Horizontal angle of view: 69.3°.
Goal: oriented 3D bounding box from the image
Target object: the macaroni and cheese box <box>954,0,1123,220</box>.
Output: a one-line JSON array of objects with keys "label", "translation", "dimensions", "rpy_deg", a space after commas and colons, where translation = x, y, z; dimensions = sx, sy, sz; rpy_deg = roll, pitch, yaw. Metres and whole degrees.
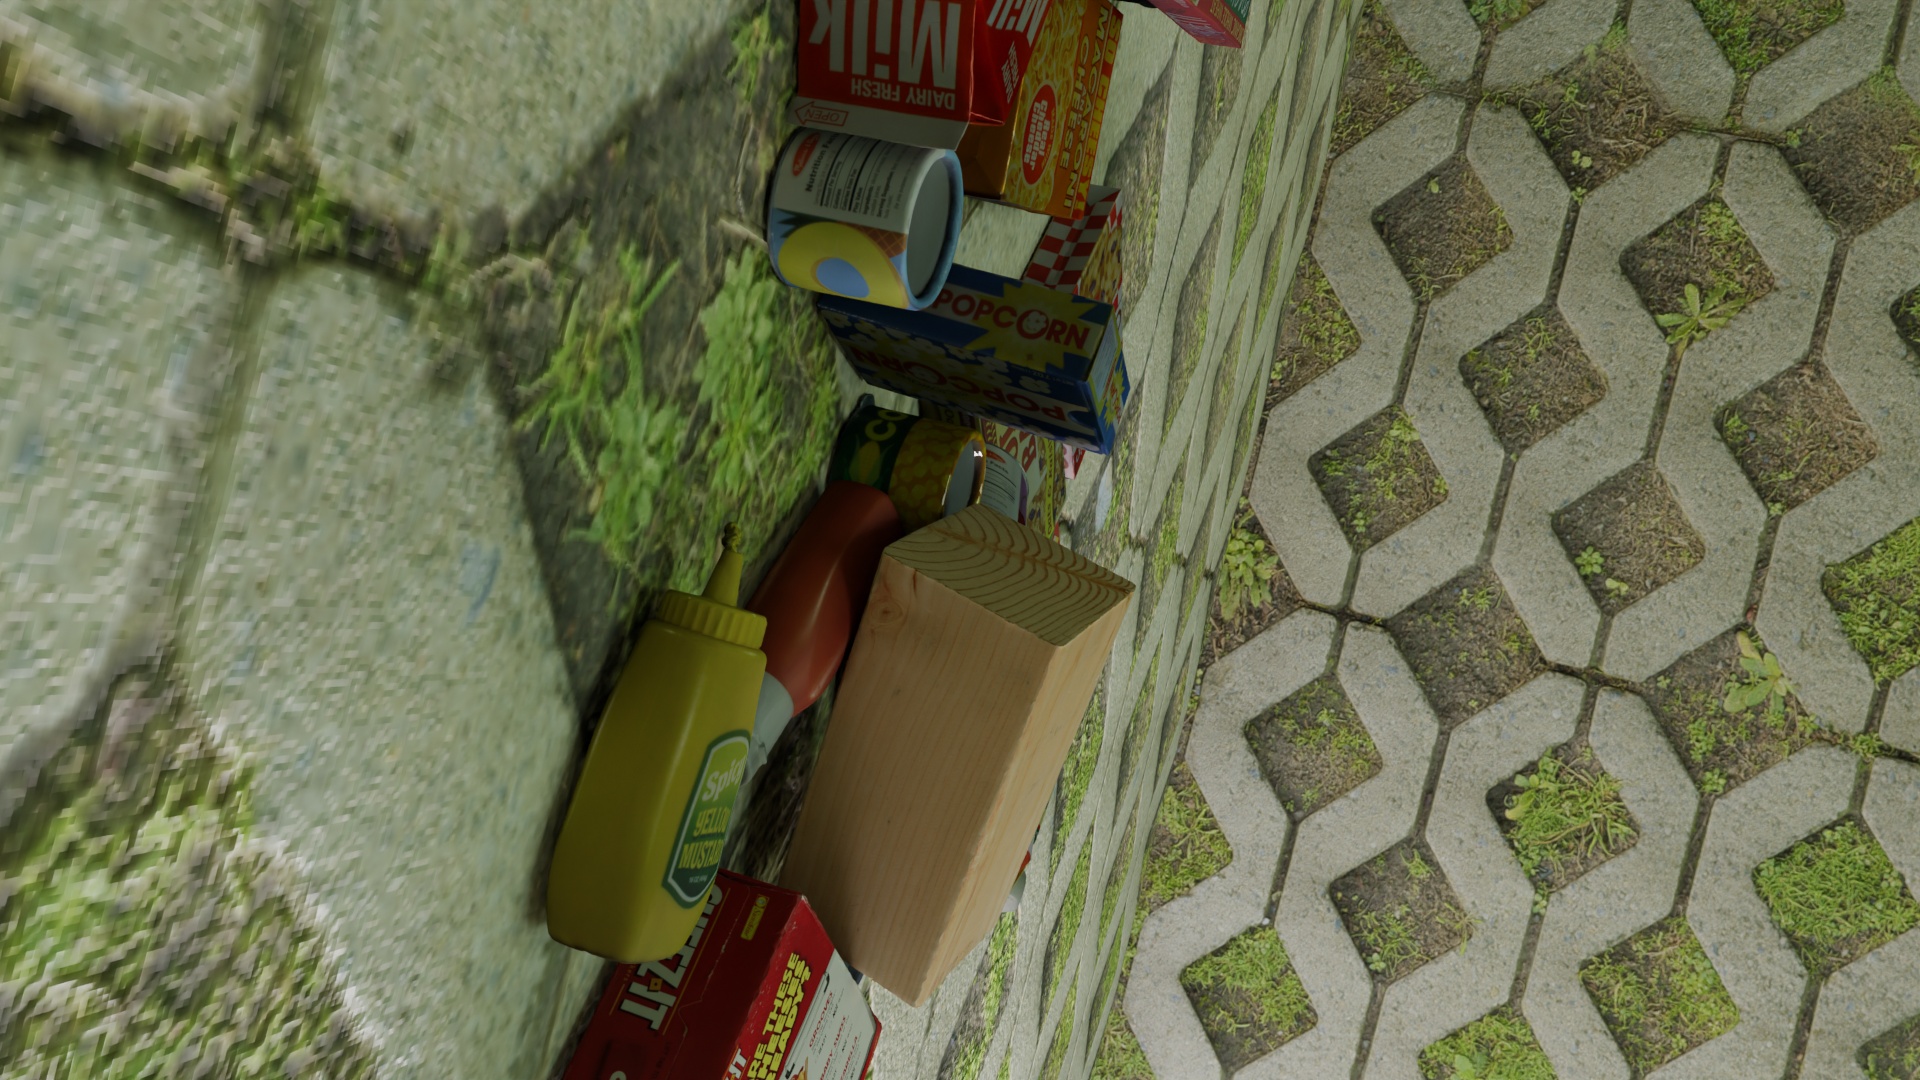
[{"label": "macaroni and cheese box", "translation": [0.040, -0.242, 0.749], "dimensions": [0.167, 0.040, 0.123], "rpy_deg": [-25, 127, -69]}]

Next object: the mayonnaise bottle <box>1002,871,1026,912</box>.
[{"label": "mayonnaise bottle", "translation": [0.007, 0.229, 1.005], "dimensions": [0.147, 0.065, 0.041], "rpy_deg": [69, 35, -58]}]

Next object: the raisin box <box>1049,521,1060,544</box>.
[{"label": "raisin box", "translation": [0.039, 0.023, 0.975], "dimensions": [0.122, 0.040, 0.086], "rpy_deg": [80, 28, -53]}]

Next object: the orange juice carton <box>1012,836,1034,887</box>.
[{"label": "orange juice carton", "translation": [0.000, 0.168, 0.862], "dimensions": [0.073, 0.072, 0.191], "rpy_deg": [-36, 146, -35]}]

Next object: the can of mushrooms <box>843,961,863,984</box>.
[{"label": "can of mushrooms", "translation": [-0.073, 0.225, 0.776], "dimensions": [0.071, 0.033, 0.071], "rpy_deg": [12, 91, -74]}]

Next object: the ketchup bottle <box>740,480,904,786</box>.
[{"label": "ketchup bottle", "translation": [-0.072, 0.041, 0.603], "dimensions": [0.150, 0.043, 0.064], "rpy_deg": [-60, 158, -44]}]

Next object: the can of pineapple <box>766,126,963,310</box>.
[{"label": "can of pineapple", "translation": [-0.036, -0.128, 0.553], "dimensions": [0.071, 0.058, 0.071], "rpy_deg": [13, 91, -74]}]

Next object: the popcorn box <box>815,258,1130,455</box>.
[{"label": "popcorn box", "translation": [0.008, -0.085, 0.615], "dimensions": [0.085, 0.127, 0.038], "rpy_deg": [58, 52, -68]}]

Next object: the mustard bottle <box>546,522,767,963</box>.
[{"label": "mustard bottle", "translation": [-0.104, 0.070, 0.510], "dimensions": [0.065, 0.049, 0.160], "rpy_deg": [34, 71, -75]}]

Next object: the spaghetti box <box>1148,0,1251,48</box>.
[{"label": "spaghetti box", "translation": [0.136, -0.316, 0.781], "dimensions": [0.251, 0.029, 0.050], "rpy_deg": [-36, 140, -68]}]

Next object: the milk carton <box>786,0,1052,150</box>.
[{"label": "milk carton", "translation": [-0.004, -0.234, 0.548], "dimensions": [0.073, 0.072, 0.191], "rpy_deg": [68, 38, -64]}]

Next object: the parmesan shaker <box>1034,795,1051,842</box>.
[{"label": "parmesan shaker", "translation": [0.043, 0.176, 1.070], "dimensions": [0.071, 0.071, 0.103], "rpy_deg": [73, 35, -62]}]

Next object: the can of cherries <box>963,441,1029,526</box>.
[{"label": "can of cherries", "translation": [0.003, -0.009, 0.748], "dimensions": [0.059, 0.071, 0.071], "rpy_deg": [-85, 177, -52]}]

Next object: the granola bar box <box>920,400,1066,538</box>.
[{"label": "granola bar box", "translation": [0.025, -0.052, 0.837], "dimensions": [0.125, 0.039, 0.164], "rpy_deg": [-60, 152, -43]}]

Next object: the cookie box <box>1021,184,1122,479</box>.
[{"label": "cookie box", "translation": [0.076, -0.142, 0.960], "dimensions": [0.166, 0.040, 0.123], "rpy_deg": [81, 28, -53]}]

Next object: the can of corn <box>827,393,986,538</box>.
[{"label": "can of corn", "translation": [-0.025, -0.031, 0.675], "dimensions": [0.071, 0.058, 0.071], "rpy_deg": [13, 91, -74]}]
